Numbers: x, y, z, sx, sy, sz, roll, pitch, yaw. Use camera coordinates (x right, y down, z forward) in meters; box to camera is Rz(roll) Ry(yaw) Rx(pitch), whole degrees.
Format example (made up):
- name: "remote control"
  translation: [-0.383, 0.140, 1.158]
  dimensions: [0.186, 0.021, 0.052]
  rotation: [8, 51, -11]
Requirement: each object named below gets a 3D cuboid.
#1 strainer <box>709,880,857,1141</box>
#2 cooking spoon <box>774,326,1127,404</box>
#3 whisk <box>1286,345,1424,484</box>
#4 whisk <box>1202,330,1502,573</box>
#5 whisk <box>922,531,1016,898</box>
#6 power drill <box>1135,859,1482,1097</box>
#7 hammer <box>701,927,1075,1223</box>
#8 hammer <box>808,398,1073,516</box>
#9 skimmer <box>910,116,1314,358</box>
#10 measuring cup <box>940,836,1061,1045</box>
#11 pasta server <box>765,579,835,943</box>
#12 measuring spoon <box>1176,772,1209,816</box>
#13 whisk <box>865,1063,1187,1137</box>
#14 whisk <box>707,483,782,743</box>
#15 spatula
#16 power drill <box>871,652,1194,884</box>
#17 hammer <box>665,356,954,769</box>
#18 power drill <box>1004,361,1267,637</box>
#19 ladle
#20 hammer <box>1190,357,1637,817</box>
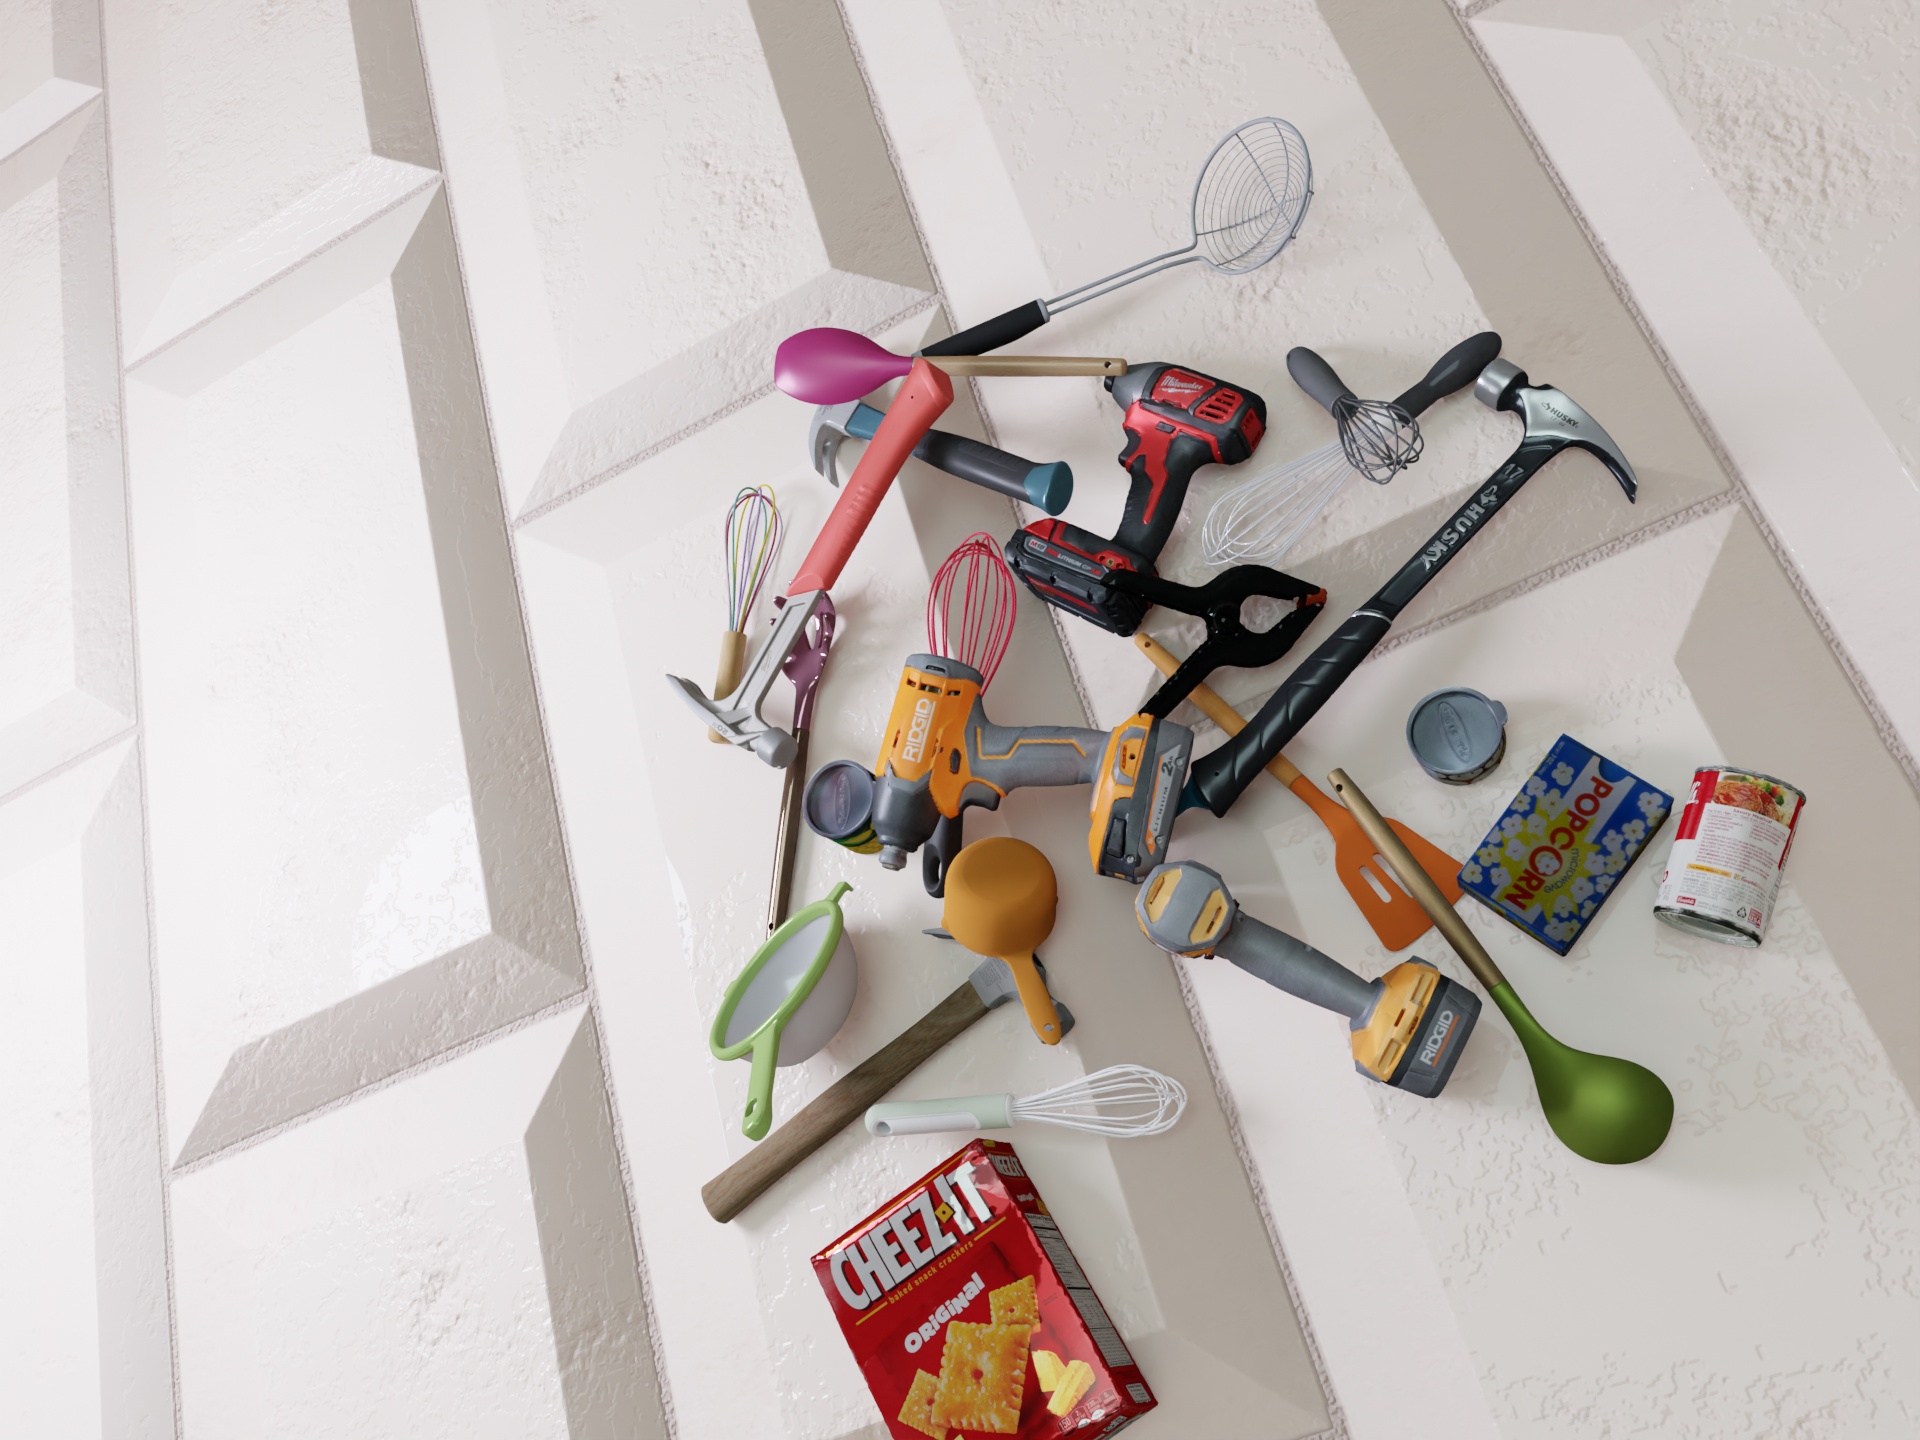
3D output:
- name: "strainer"
  translation: [-0.124, 0.241, 1.203]
  dimensions: [0.151, 0.069, 0.257]
  rotation: [-43, 19, 17]
- name: "cooking spoon"
  translation: [-0.015, -0.302, 1.351]
  dimensions: [0.319, 0.017, 0.069]
  rotation: [5, 89, 19]
- name: "whisk"
  translation: [0.289, -0.240, 1.201]
  dimensions: [0.055, 0.055, 0.239]
  rotation: [-33, 30, 11]
- name: "whisk"
  translation: [0.303, -0.210, 1.236]
  dimensions: [0.284, 0.070, 0.070]
  rotation: [-38, 61, 2]
- name: "whisk"
  translation: [-0.002, -0.004, 1.273]
  dimensions: [0.073, 0.073, 0.296]
  rotation: [7, 92, 27]
- name: "power drill"
  translation: [0.224, 0.169, 1.090]
  dimensions: [0.226, 0.185, 0.084]
  rotation: [27, 84, 10]
- name: "hammer"
  translation: [-0.073, 0.281, 1.244]
  dimensions: [0.331, 0.031, 0.130]
  rotation: [-39, 61, 8]
- name: "hammer"
  translation: [-0.021, -0.234, 1.356]
  dimensions: [0.331, 0.033, 0.128]
  rotation: [29, 86, 45]
- name: "skimmer"
  translation: [0.120, -0.386, 1.337]
  dimensions: [0.363, 0.090, 0.127]
  rotation: [-22, 65, 6]
- name: "measuring cup"
  translation: [0.043, 0.159, 1.187]
  dimensions: [0.095, 0.052, 0.174]
  rotation: [-12, 46, -12]
- name: "pasta server"
  translation: [-0.145, 0.032, 1.362]
  dimensions: [0.060, 0.040, 0.316]
  rotation: [-3, 72, 30]
- name: "measuring spoon"
  translation: [0.162, 0.070, 1.224]
  dimensions: [0.128, 0.021, 0.042]
  rotation: [-33, 63, 21]
- name: "whisk"
  translation: [0.045, 0.286, 1.166]
  dimensions: [0.246, 0.057, 0.059]
  rotation: [-9, 27, 17]
- name: "whisk"
  translation: [-0.198, -0.099, 1.431]
  dimensions: [0.047, 0.051, 0.245]
  rotation: [2, 76, 19]
- name: "spatula"
  translation: [0.238, 0.035, 1.195]
  dimensions: [0.081, 0.041, 0.323]
  rotation: [-44, 56, 3]
- name: "power drill"
  translation: [0.047, 0.052, 1.183]
  dimensions: [0.226, 0.084, 0.164]
  rotation: [14, 79, 10]
- name: "hammer"
  translation: [-0.117, -0.145, 1.346]
  dimensions: [0.149, 0.036, 0.359]
  rotation: [35, 100, 32]
- name: "power drill"
  translation: [0.137, -0.191, 1.292]
  dimensions: [0.143, 0.078, 0.220]
  rotation: [29, 83, 30]
- name: "ladle"
  translation: [0.352, 0.155, 1.071]
  dimensions: [0.320, 0.062, 0.078]
  rotation: [58, 133, 28]
- name: "hammer"
  translation: [0.321, -0.084, 1.173]
  dimensions: [0.409, 0.036, 0.149]
  rotation: [-46, 62, -2]
